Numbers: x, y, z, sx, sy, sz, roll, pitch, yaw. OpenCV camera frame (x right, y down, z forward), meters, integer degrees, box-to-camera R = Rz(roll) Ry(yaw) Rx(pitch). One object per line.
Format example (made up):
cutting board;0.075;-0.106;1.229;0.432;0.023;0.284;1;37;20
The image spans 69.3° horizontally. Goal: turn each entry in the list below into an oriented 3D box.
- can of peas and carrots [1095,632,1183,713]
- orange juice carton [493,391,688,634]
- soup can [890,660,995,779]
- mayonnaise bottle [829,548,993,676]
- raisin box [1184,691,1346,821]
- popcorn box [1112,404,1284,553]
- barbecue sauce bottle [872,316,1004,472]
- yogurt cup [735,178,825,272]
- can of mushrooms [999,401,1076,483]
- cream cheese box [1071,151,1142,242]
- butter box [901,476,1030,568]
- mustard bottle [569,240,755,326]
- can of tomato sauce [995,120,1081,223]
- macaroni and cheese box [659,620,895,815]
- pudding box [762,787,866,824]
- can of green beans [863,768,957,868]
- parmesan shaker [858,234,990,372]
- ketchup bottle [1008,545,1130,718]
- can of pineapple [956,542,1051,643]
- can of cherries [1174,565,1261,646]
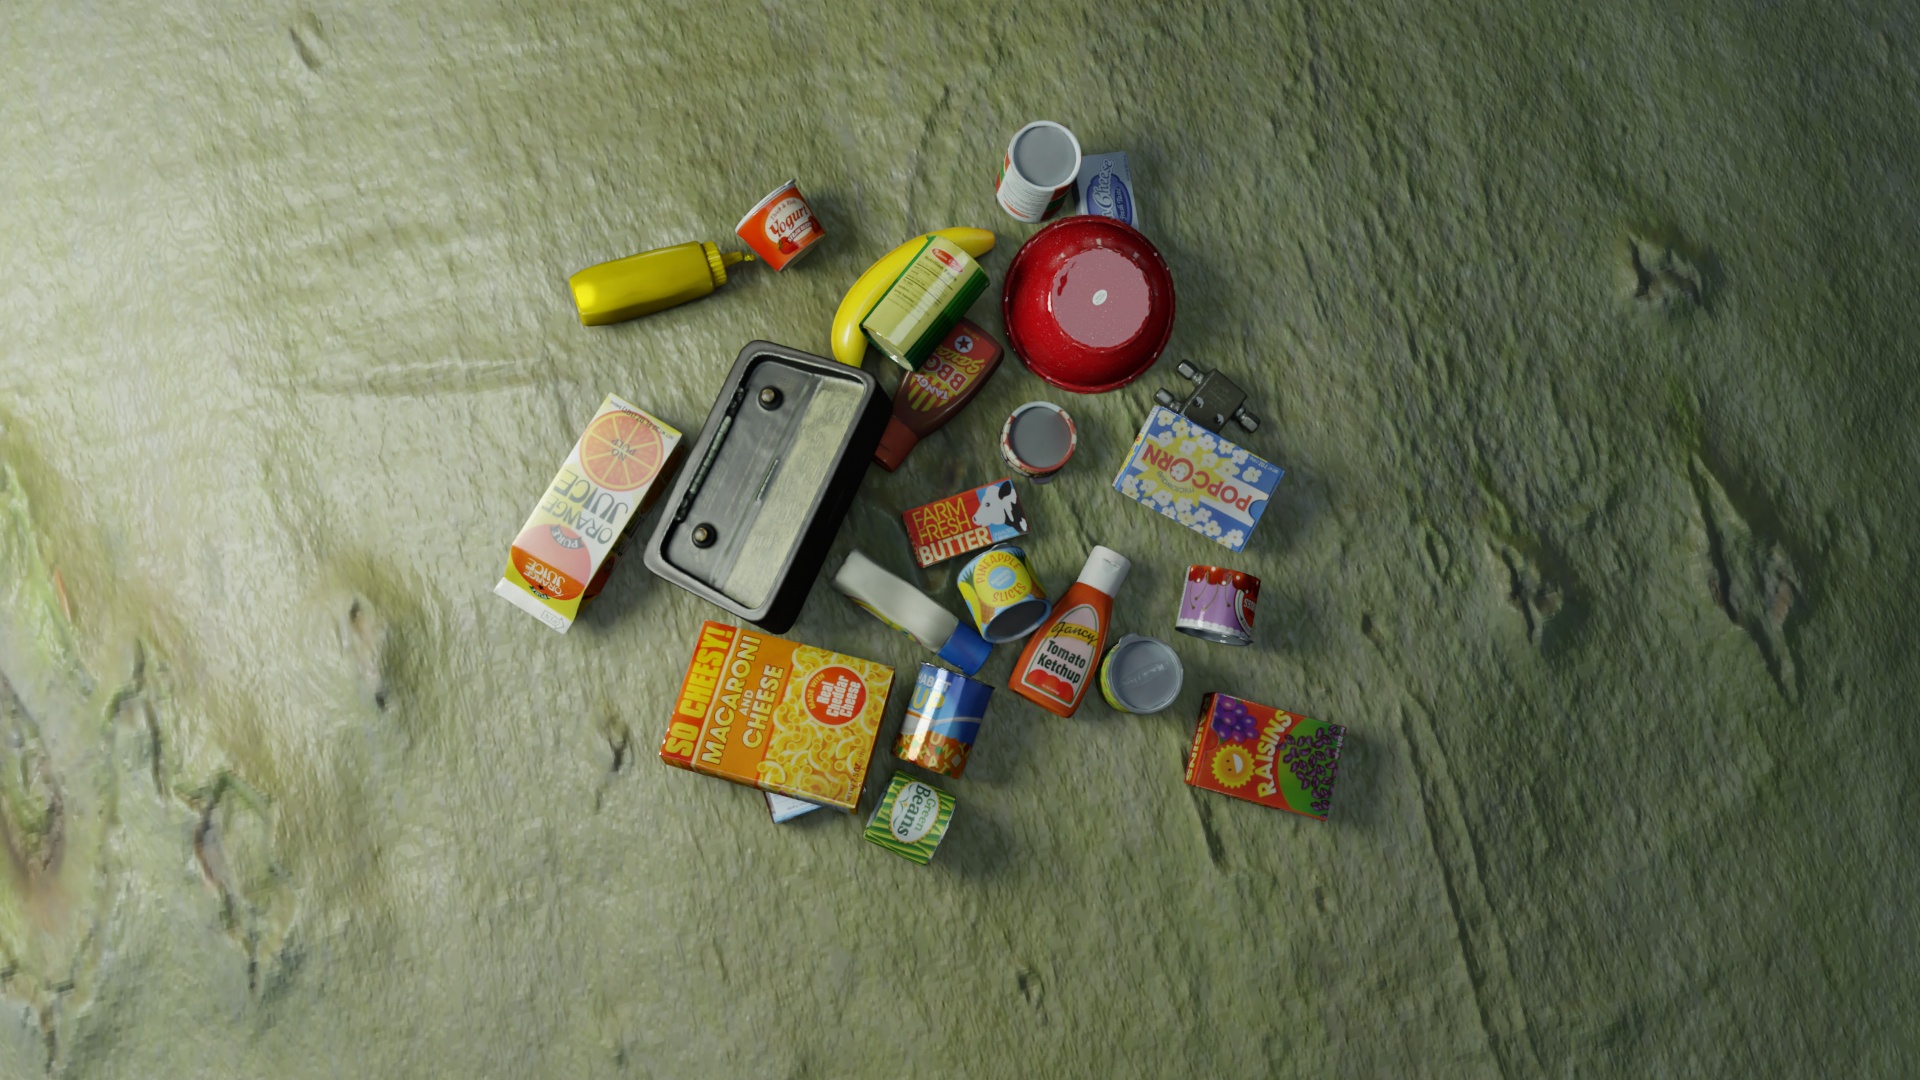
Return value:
can of peas and carrots;0.153;0.116;1.210;0.071;0.058;0.071;1;82;-6
orange juice carton;-0.311;-0.021;1.169;0.072;0.073;0.193;31;81;-2
soup can;-0.018;0.152;1.182;0.071;0.071;0.084;21;81;-3
mayonnaise bottle;-0.042;0.063;1.195;0.148;0.064;0.041;35;80;-5
raisin box;0.268;0.190;1.224;0.123;0.040;0.086;16;82;-3
popcorn box;0.211;-0.056;1.239;0.127;0.038;0.085;27;96;-2
barbecue sauce bottle;-0.028;-0.127;1.229;0.065;0.043;0.149;37;81;7
yogurt cup;-0.156;-0.274;1.225;0.072;0.072;0.054;-41;97;-9
can of mushrooms;0.070;-0.088;1.241;0.071;0.033;0.071;1;82;-7
cream cheese box;0.134;-0.303;1.281;0.053;0.024;0.104;-8;83;-6
butter box;0.004;-0.015;1.228;0.104;0.024;0.053;-18;86;-8
mustard bottle;-0.257;-0.229;1.210;0.160;0.065;0.049;-19;91;-14
can of tomato sauce;0.070;-0.332;1.247;0.071;0.083;0.071;1;83;-6
macaroni and cheese box;-0.150;0.148;1.161;0.166;0.040;0.124;14;68;4
pudding box;-0.126;0.205;1.182;0.084;0.030;0.049;-18;84;-8
can of green beans;-0.042;0.233;1.169;0.058;0.071;0.071;26;81;-2
parmesan shaker;-0.034;-0.205;1.202;0.071;0.071;0.103;39;84;0
ketchup bottle;0.101;0.077;1.218;0.065;0.043;0.149;28;80;-2
can of pineapple;0.038;0.046;1.192;0.071;0.070;0.058;-22;59;-8
can of cherries;0.229;0.057;1.221;0.071;0.071;0.058;14;81;-4
